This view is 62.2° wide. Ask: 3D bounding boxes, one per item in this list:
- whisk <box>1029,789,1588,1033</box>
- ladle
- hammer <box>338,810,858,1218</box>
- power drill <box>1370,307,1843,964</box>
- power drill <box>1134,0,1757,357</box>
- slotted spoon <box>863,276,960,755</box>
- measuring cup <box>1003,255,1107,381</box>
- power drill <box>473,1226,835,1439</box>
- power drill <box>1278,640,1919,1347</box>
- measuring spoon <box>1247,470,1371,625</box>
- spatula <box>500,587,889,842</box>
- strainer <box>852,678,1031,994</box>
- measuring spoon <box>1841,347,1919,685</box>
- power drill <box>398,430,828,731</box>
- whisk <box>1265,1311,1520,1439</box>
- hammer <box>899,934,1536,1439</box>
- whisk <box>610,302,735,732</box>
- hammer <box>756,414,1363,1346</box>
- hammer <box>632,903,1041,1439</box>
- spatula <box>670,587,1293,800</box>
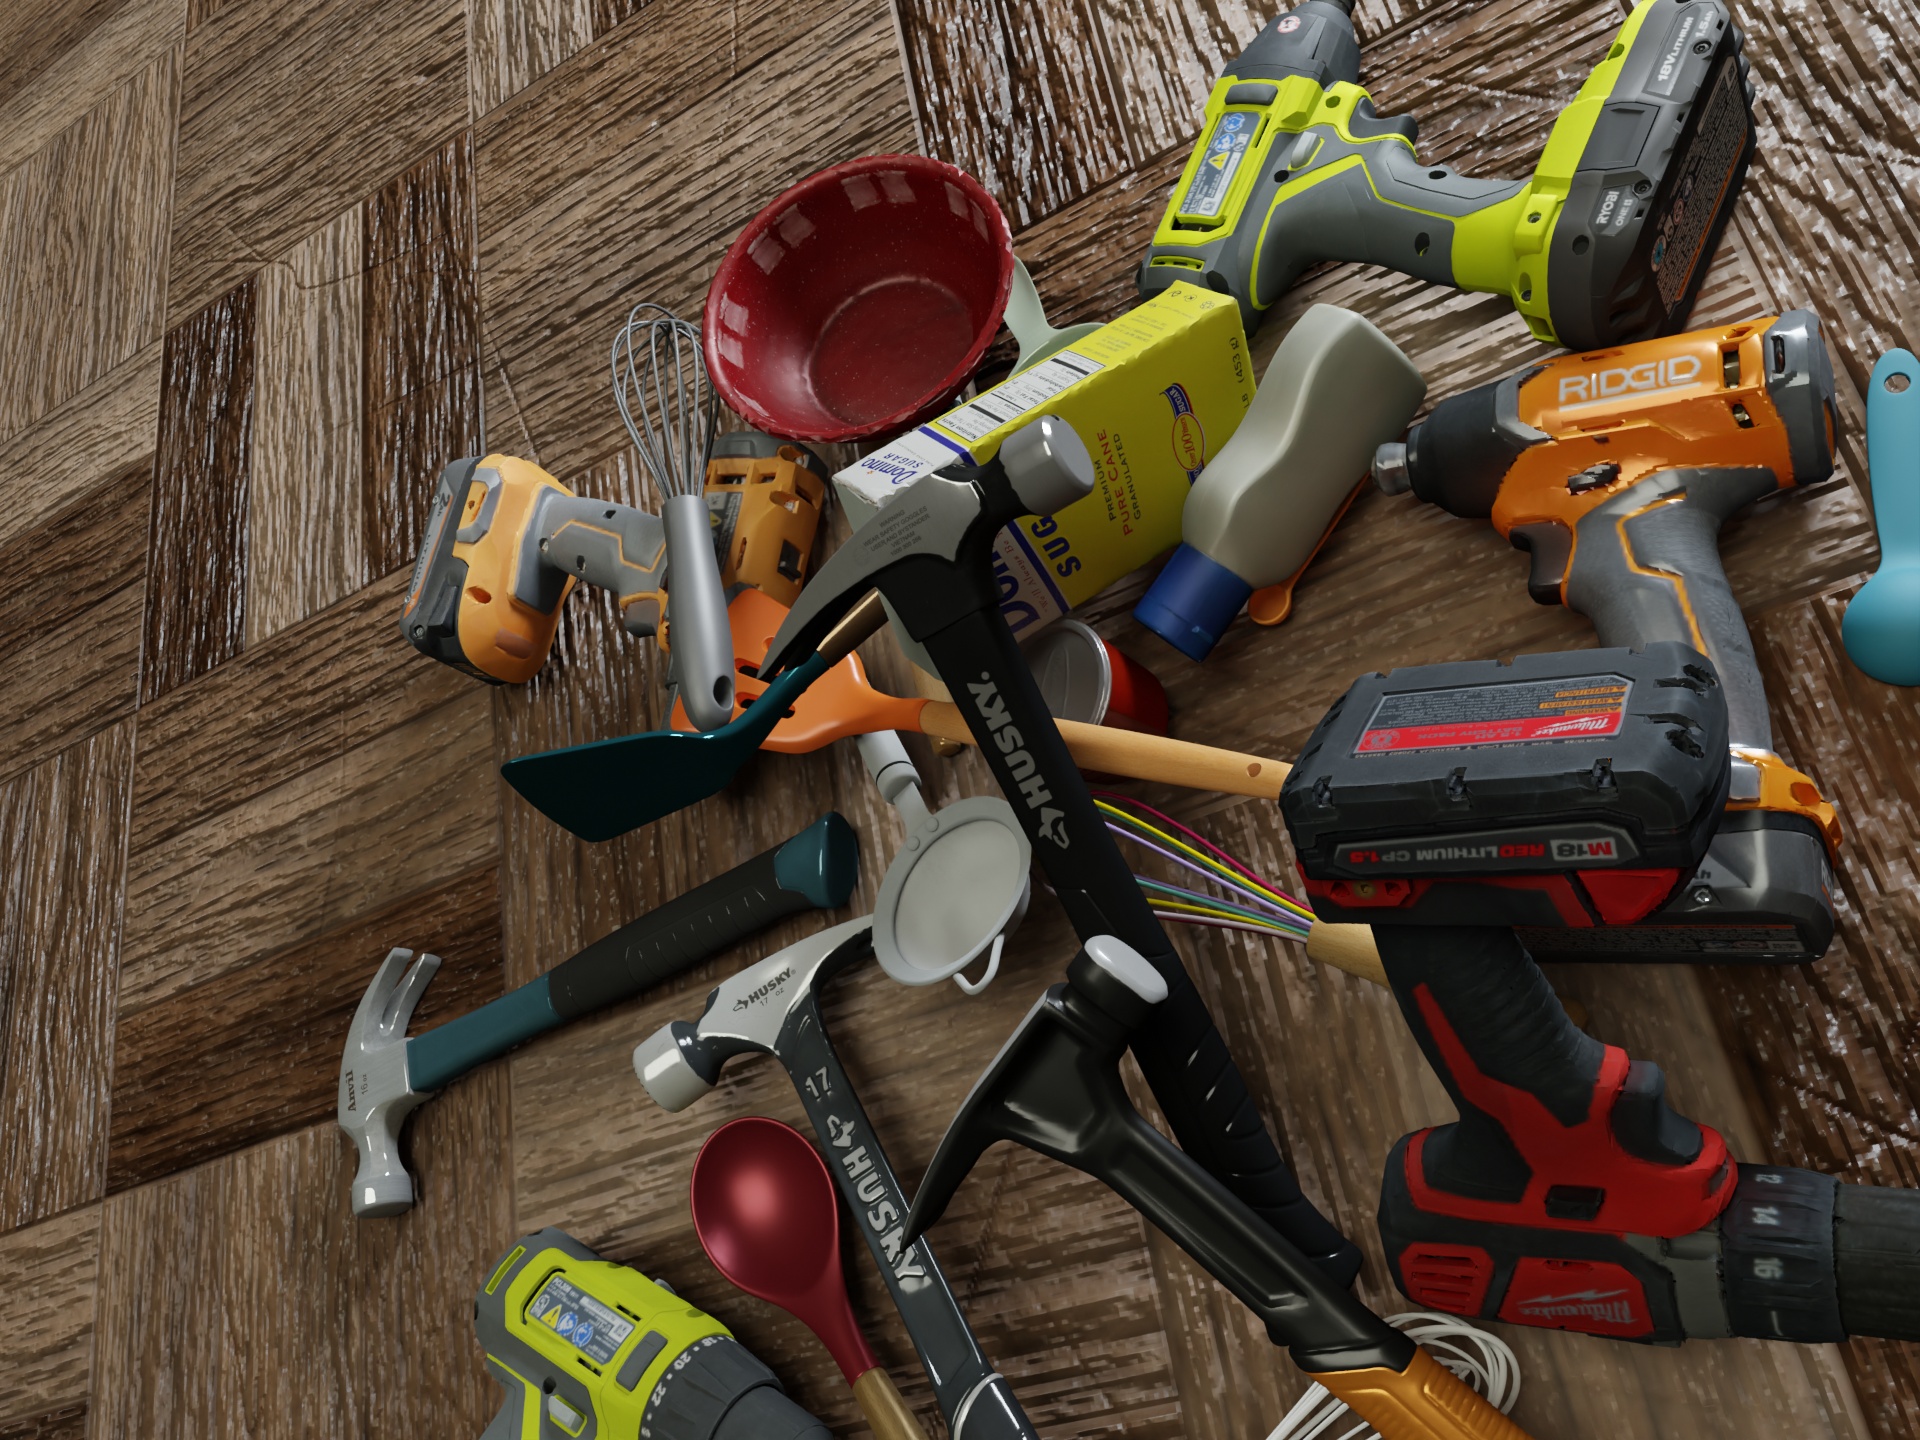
[{"bbox_3d":[0.121,0.076,0.625,0.245,0.051,0.047,20,105,31],"label":"whisk"},{"bbox_3d":[-0.023,0.277,0.621,0.069,0.031,0.316,-48,48,4],"label":"ladle"},{"bbox_3d":[-0.189,0.133,0.795,0.331,0.033,0.128,-28,61,20],"label":"hammer"},{"bbox_3d":[0.226,-0.031,0.573,0.164,0.084,0.227,-5,66,33],"label":"power drill"},{"bbox_3d":[0.199,-0.236,0.667,0.223,0.080,0.171,19,81,38],"label":"power drill"},{"bbox_3d":[-0.039,-0.124,0.802,0.070,0.031,0.314,-22,64,19],"label":"slotted spoon"},{"bbox_3d":[0.046,-0.173,0.768,0.083,0.038,0.168,-35,43,18],"label":"measuring cup"},{"bbox_3d":[-0.172,0.339,0.644,0.191,0.080,0.228,16,55,35],"label":"power drill"},{"bbox_3d":[0.203,0.095,0.473,0.188,0.226,0.080,-5,26,34],"label":"power drill"},{"bbox_3d":[0.158,-0.090,0.679,0.021,0.011,0.117,28,85,43],"label":"measuring spoon"},{"bbox_3d":[-0.048,-0.052,0.680,0.317,0.082,0.044,-41,57,-5],"label":"spatula"},{"bbox_3d":[-0.022,0.033,0.710,0.087,0.050,0.259,-43,43,12],"label":"strainer"},{"bbox_3d":[0.330,-0.076,0.556,0.042,0.021,0.129,-3,72,31],"label":"measuring spoon"},{"bbox_3d":[-0.185,-0.057,0.838,0.226,0.084,0.185,3,74,28],"label":"power drill"},{"bbox_3d":[0.091,0.284,0.561,0.246,0.059,0.058,-41,20,17],"label":"whisk"},{"bbox_3d":[0.137,0.219,0.494,0.337,0.034,0.127,38,104,16],"label":"hammer"},{"bbox_3d":[-0.133,-0.101,0.758,0.055,0.055,0.239,-23,62,23],"label":"whisk"},{"bbox_3d":[0.049,0.071,0.577,0.146,0.035,0.335,-27,89,26],"label":"hammer"},{"bbox_3d":[0.003,0.239,0.595,0.149,0.036,0.409,-36,50,1],"label":"hammer"},{"bbox_3d":[-0.001,-0.002,0.658,0.323,0.041,0.081,10,68,45],"label":"spatula"}]
